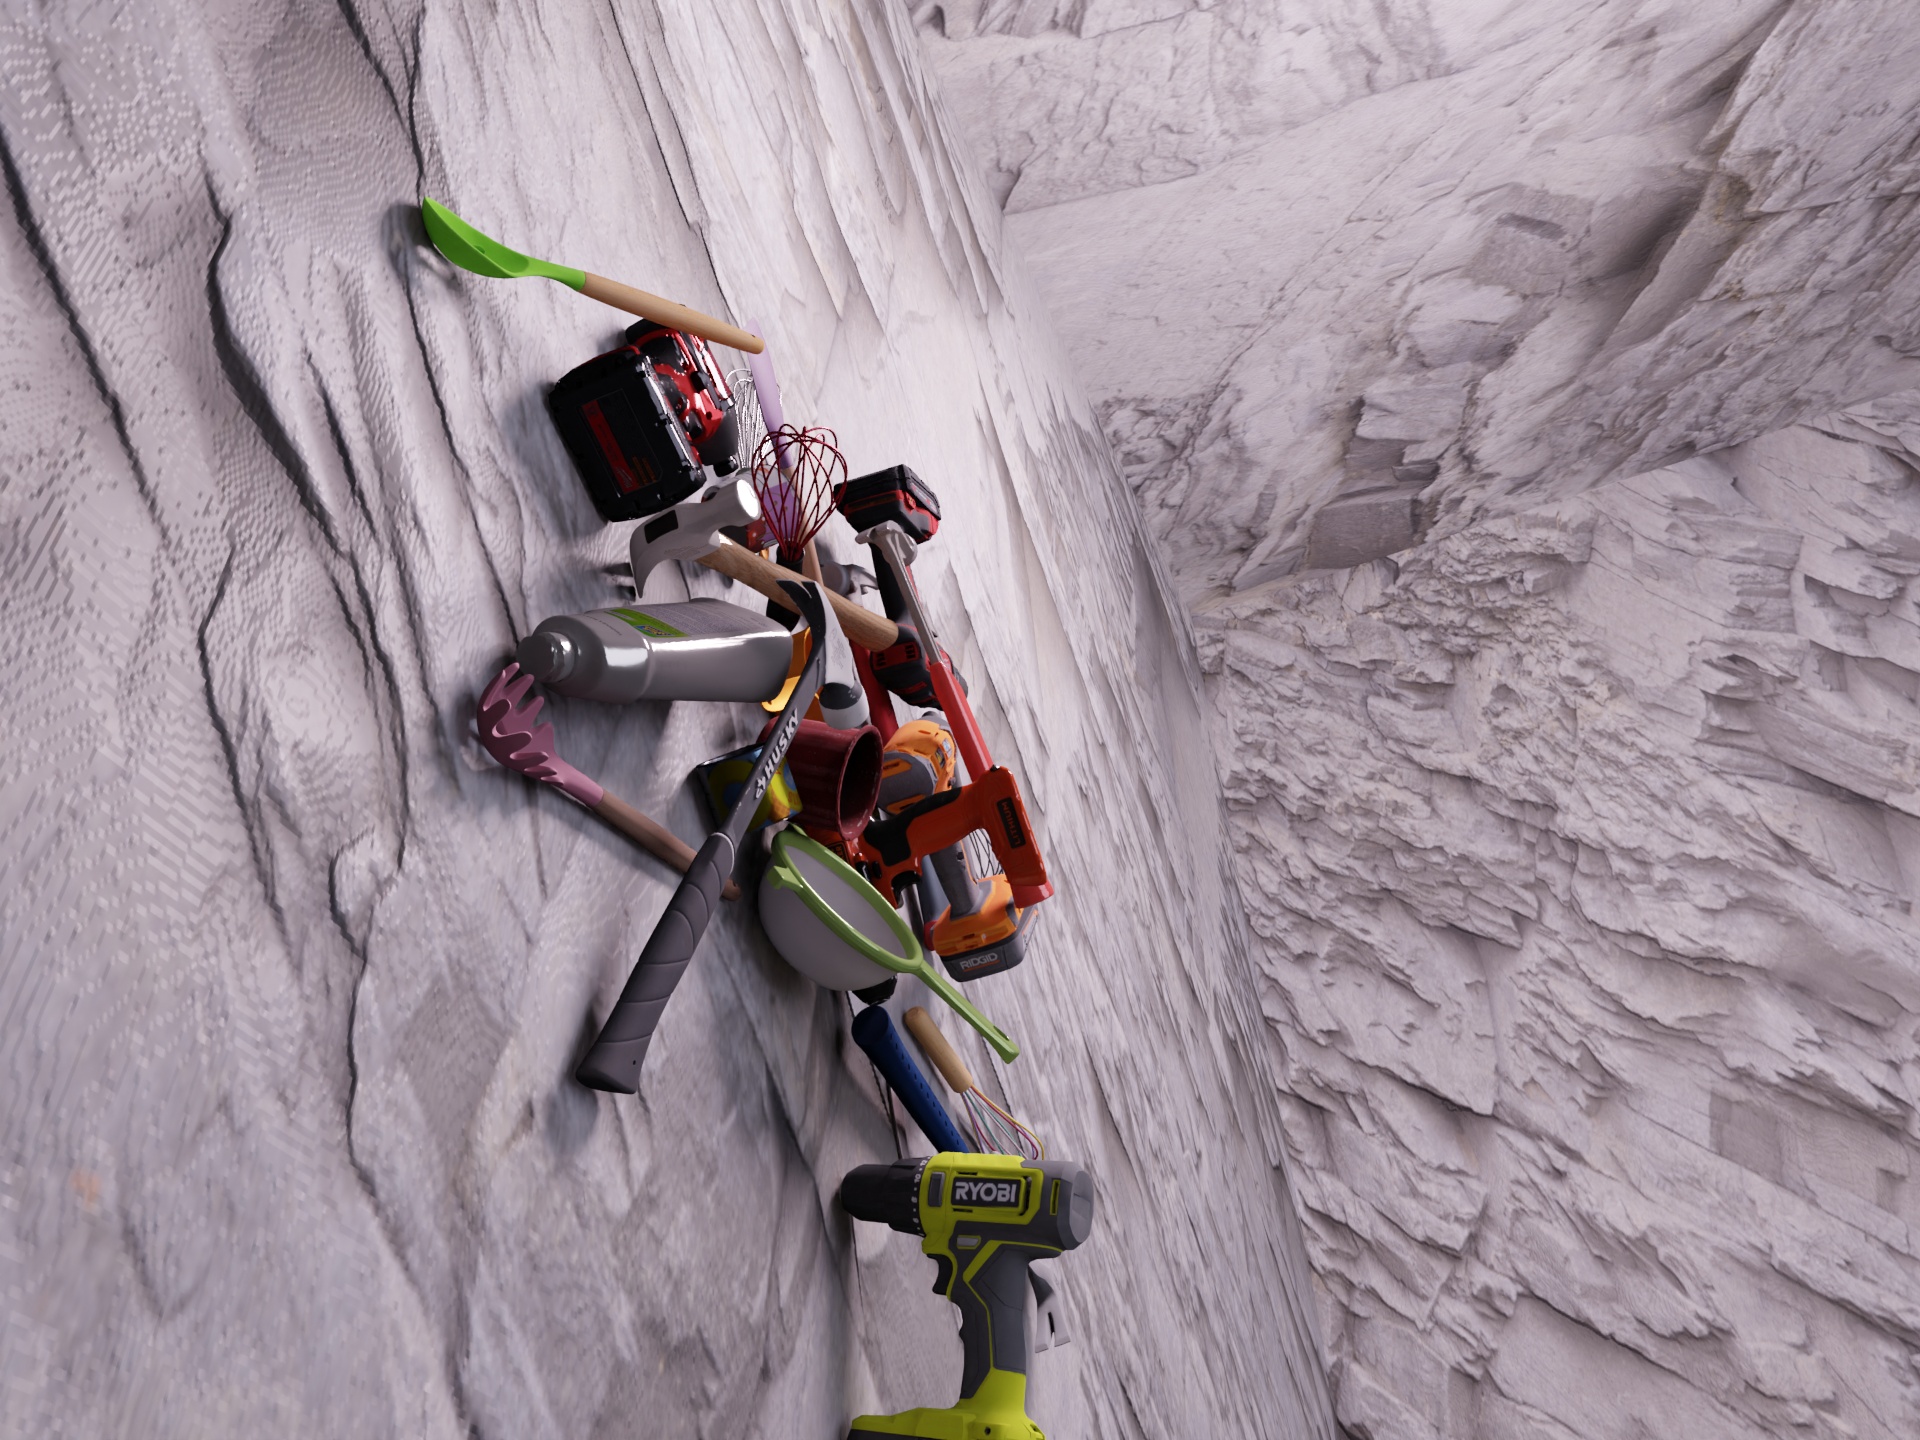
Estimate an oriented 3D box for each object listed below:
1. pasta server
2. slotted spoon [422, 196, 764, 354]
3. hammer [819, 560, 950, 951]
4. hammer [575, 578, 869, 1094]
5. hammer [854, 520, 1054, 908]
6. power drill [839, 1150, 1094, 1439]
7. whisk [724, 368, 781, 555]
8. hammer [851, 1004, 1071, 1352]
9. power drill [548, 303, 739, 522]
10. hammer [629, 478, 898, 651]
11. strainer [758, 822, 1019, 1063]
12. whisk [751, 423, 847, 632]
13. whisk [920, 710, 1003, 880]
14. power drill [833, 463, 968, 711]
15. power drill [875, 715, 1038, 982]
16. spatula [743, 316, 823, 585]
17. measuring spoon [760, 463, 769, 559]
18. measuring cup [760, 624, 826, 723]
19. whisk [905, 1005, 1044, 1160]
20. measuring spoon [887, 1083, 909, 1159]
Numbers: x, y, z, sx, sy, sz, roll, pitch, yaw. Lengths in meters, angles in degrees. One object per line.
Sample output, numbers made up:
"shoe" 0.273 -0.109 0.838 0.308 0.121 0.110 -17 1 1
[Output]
"pasta server" -0.217 0.057 1.036 0.315 0.040 0.060 49 17 -55
"slotted spoon" -0.255 -0.309 1.151 0.313 0.031 0.070 6 36 -52
"hammer" -0.061 0.034 1.566 0.143 0.038 0.386 3 70 -74
"hammer" -0.152 0.071 1.052 0.409 0.036 0.149 -68 154 -42
"hammer" -0.002 -0.004 1.401 0.149 0.036 0.359 -23 91 -82
"power drill" -0.010 0.421 1.130 0.080 0.190 0.229 50 42 -53
"whisk" -0.189 -0.223 1.415 0.059 0.057 0.247 18 51 -27
"hammer" 0.008 0.393 1.378 0.144 0.035 0.405 -101 166 -54
"power drill" -0.229 -0.236 1.237 0.220 0.078 0.143 -76 145 -66
"hammer" -0.141 -0.104 1.254 0.331 0.130 0.031 25 49 -63
"strainer" -0.067 0.193 1.225 0.256 0.069 0.151 43 6 -8
"whisk" -0.136 -0.145 1.279 0.295 0.073 0.073 109 -26 -63
"whisk" -0.001 0.086 1.621 0.055 0.055 0.238 -85 162 -52
"power drill" -0.048 -0.119 1.573 0.187 0.080 0.227 33 45 -69
"power drill" -0.006 0.106 1.462 0.164 0.084 0.226 -58 127 -68
"spatula" -0.152 -0.207 1.435 0.060 0.018 0.315 -74 156 -59
"measuring spoon" -0.178 -0.193 1.462 0.021 0.011 0.117 52 26 -50
"measuring cup" -0.146 -0.024 1.329 0.095 0.052 0.173 69 22 -5
"whisk" 0.015 0.350 1.481 0.244 0.047 0.051 59 22 -29
"measuring spoon" -0.044 0.345 1.335 0.034 0.018 0.124 39 36 -62
